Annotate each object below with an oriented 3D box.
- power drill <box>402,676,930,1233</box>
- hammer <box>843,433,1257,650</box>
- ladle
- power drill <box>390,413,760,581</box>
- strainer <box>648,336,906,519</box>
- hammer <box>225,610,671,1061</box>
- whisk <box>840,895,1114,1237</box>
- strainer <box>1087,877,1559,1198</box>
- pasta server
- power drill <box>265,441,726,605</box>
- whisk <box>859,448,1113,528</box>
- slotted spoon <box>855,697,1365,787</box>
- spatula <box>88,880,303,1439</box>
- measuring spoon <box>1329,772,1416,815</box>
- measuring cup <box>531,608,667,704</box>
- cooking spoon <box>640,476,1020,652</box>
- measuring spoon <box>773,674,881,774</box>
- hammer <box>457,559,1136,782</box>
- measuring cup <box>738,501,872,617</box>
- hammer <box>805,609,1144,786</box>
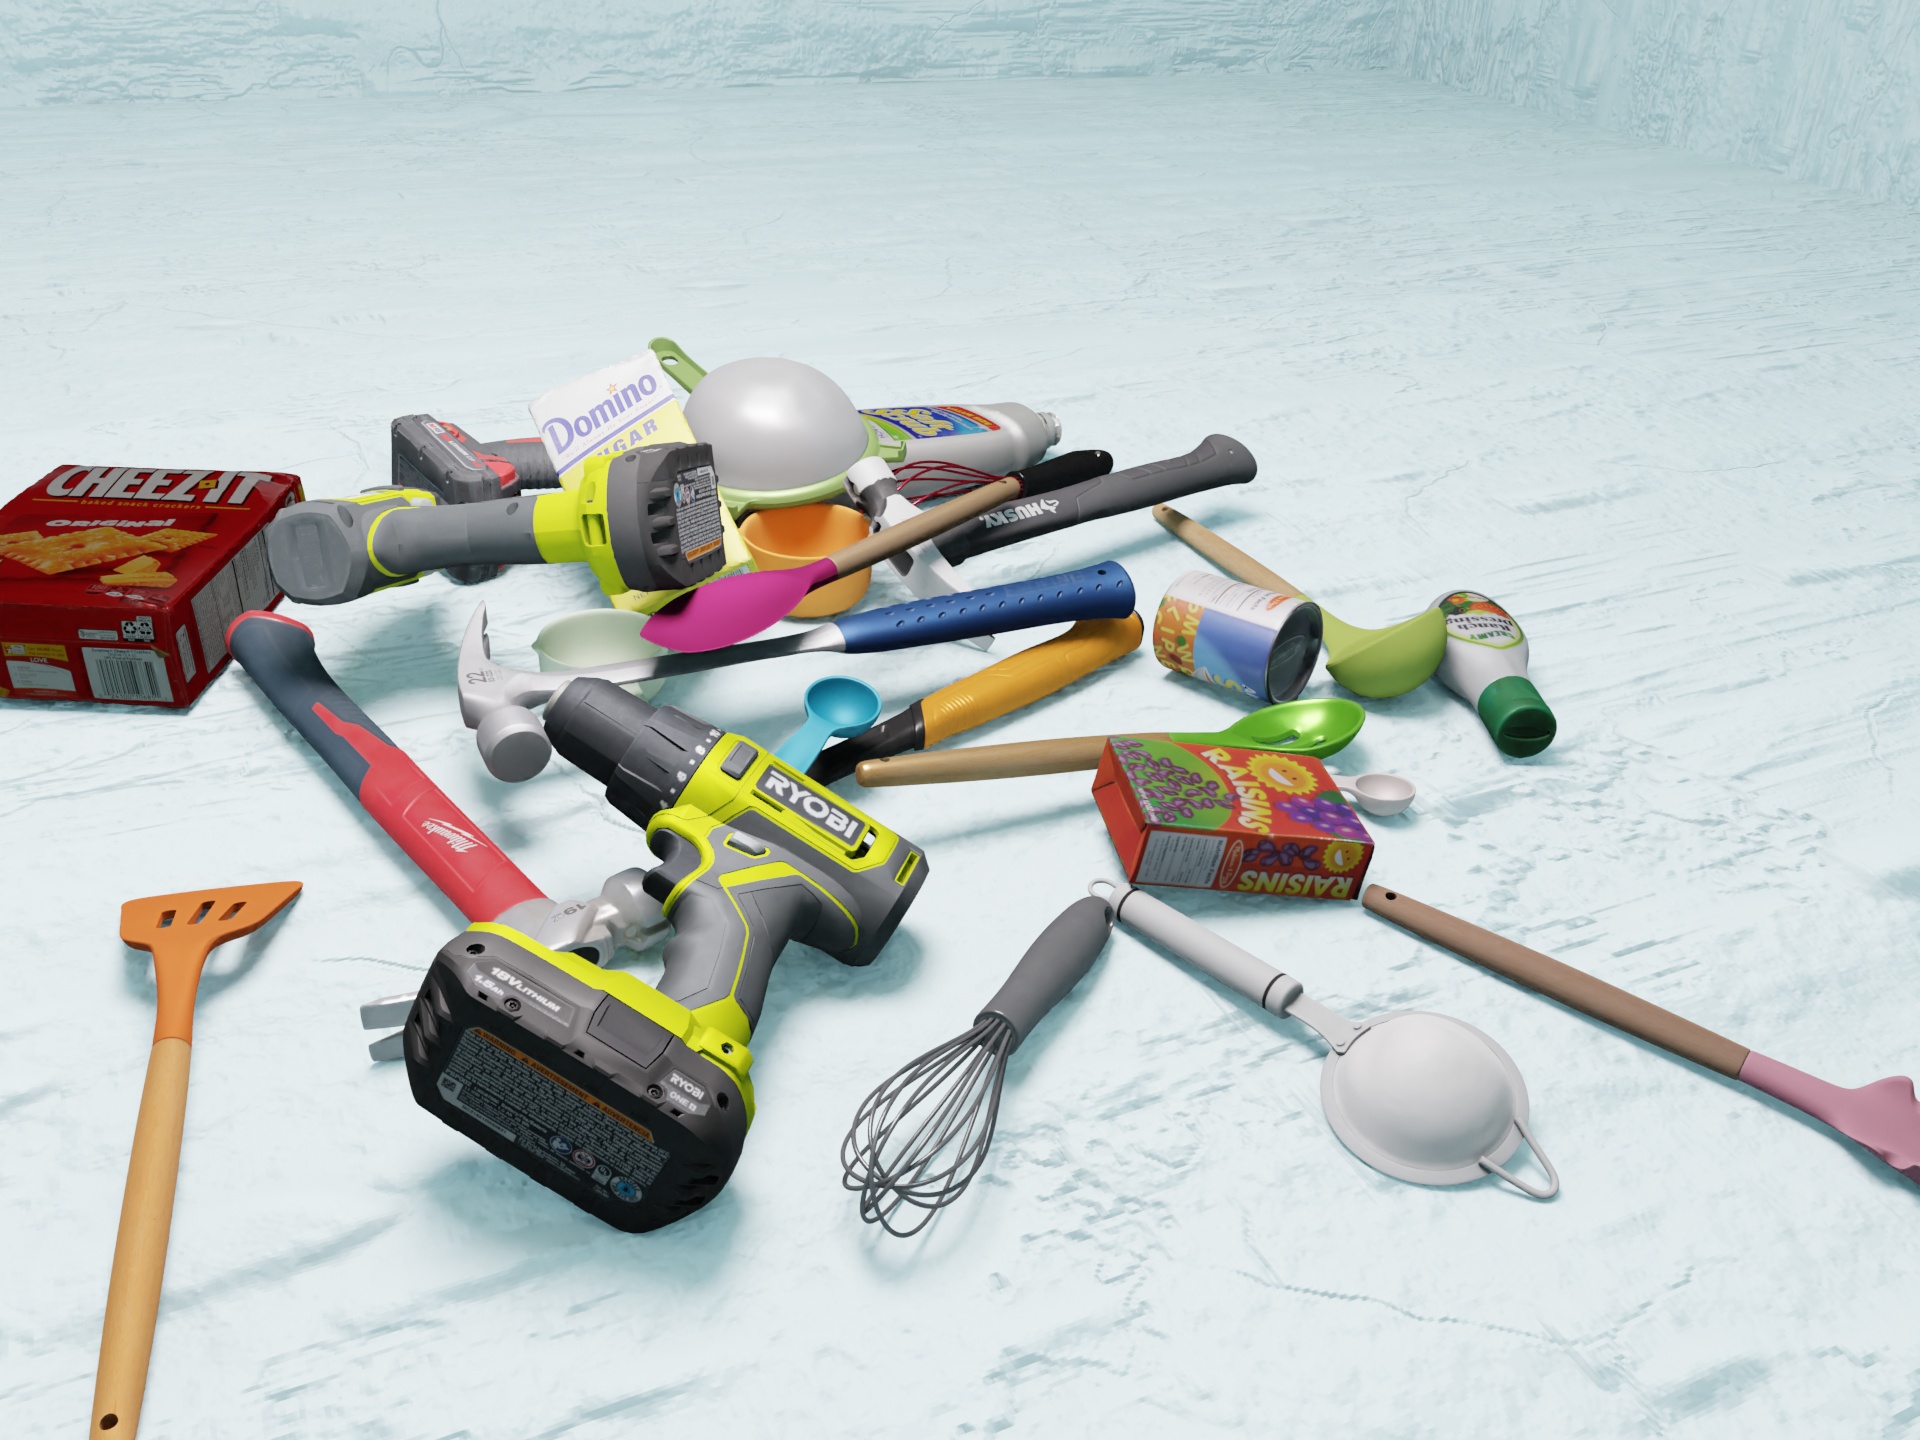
[{"bbox_3d":[-0.131,0.081,0.676,0.190,0.080,0.229,32,35,-2],"label":"power drill"},{"bbox_3d":[0.088,-0.148,1.112,0.334,0.035,0.146,-19,67,-35],"label":"hammer"},{"bbox_3d":[0.214,-0.100,1.085,0.078,0.062,0.320,-27,35,-11],"label":"ladle"},{"bbox_3d":[-0.265,-0.165,1.129,0.226,0.080,0.188,-19,44,-39],"label":"power drill"},{"bbox_3d":[-0.162,-0.241,1.138,0.151,0.069,0.257,-23,46,-26],"label":"strainer"},{"bbox_3d":[-0.313,0.036,0.822,0.143,0.038,0.387,-23,40,-34],"label":"hammer"},{"bbox_3d":[0.018,0.136,0.682,0.055,0.055,0.239,17,28,21],"label":"whisk"},{"bbox_3d":[0.151,0.127,0.714,0.087,0.050,0.259,-36,43,-27],"label":"strainer"},{"bbox_3d":[0.326,0.137,0.714,0.316,0.040,0.060,24,48,33],"label":"pasta server"},{"bbox_3d":[-0.257,-0.113,0.923,0.223,0.080,0.171,-4,12,7],"label":"power drill"},{"bbox_3d":[0.029,-0.172,1.190,0.073,0.073,0.296,24,31,31],"label":"whisk"},{"bbox_3d":[0.089,0.016,0.872,0.313,0.031,0.070,-5,18,-25],"label":"slotted spoon"},{"bbox_3d":[-0.316,0.156,0.637,0.081,0.041,0.323,-6,36,-15],"label":"spatula"},{"bbox_3d":[0.191,0.040,0.891,0.124,0.018,0.034,4,24,15],"label":"measuring spoon"},{"bbox_3d":[-0.195,-0.010,0.912,0.083,0.038,0.168,-9,35,-21],"label":"measuring cup"},{"bbox_3d":[-0.061,-0.097,0.947,0.069,0.017,0.319,19,34,33],"label":"cooking spoon"},{"bbox_3d":[-0.083,0.021,0.829,0.042,0.021,0.129,23,43,13],"label":"measuring spoon"},{"bbox_3d":[-0.084,-0.050,0.917,0.405,0.035,0.144,-11,34,-25],"label":"hammer"},{"bbox_3d":[-0.111,-0.126,1.099,0.095,0.052,0.174,-5,31,-12],"label":"measuring cup"},{"bbox_3d":[-0.001,-0.003,0.920,0.127,0.034,0.337,27,38,36],"label":"hammer"}]
